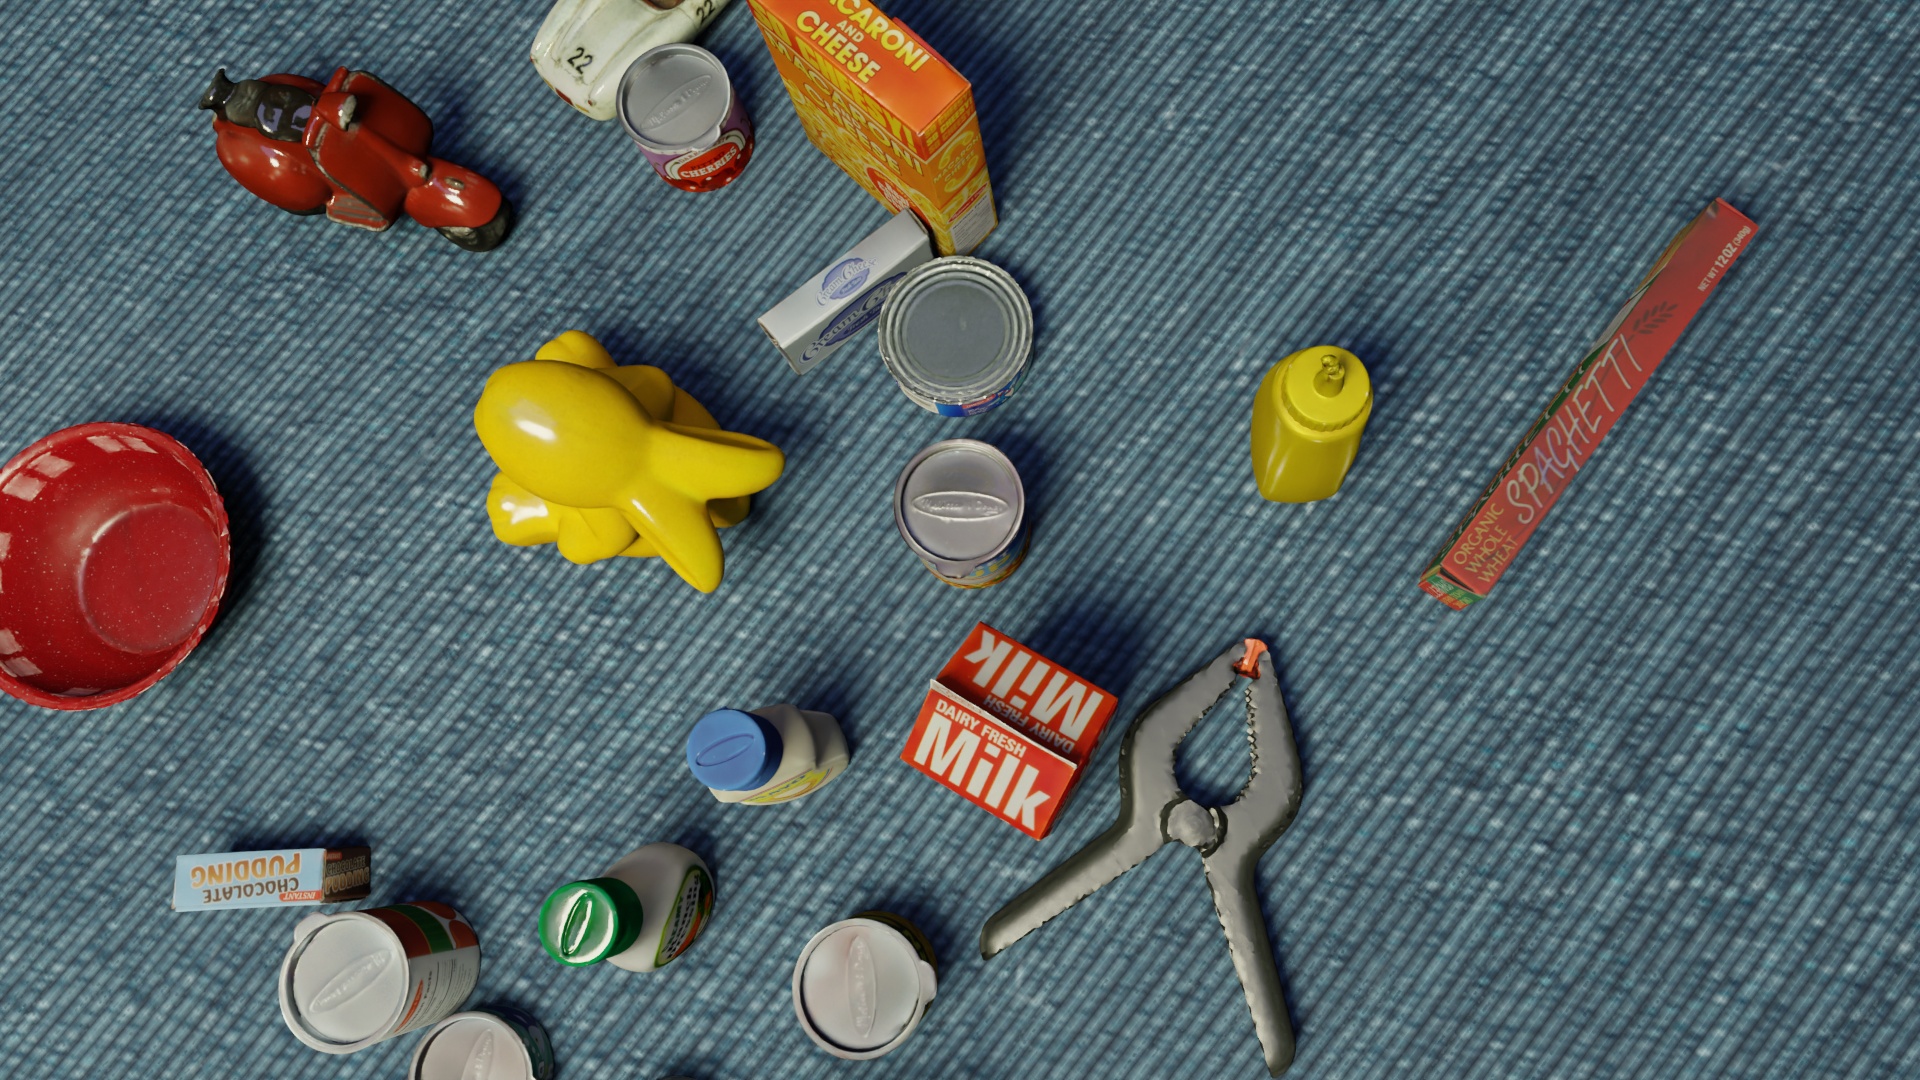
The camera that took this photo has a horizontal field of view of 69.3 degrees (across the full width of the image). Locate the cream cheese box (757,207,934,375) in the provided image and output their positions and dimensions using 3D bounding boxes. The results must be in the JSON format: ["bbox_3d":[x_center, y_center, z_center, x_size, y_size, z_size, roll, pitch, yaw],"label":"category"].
[{"bbox_3d":[-0.061,-0.137,0.776,0.104,0.053,0.024,-38,78,-2],"label":"cream cheese box"}]

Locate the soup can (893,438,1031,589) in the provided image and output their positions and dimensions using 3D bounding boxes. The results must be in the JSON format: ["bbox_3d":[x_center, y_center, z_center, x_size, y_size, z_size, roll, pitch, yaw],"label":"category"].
[{"bbox_3d":[0.003,-0.009,0.729,0.071,0.083,0.071,-1,79,5],"label":"soup can"}]

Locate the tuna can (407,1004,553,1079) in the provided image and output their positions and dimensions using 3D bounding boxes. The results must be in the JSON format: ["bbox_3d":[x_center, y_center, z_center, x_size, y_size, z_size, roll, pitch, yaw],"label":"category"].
[{"bbox_3d":[-0.246,0.278,0.722,0.071,0.033,0.071,-1,79,5],"label":"tuna can"}]

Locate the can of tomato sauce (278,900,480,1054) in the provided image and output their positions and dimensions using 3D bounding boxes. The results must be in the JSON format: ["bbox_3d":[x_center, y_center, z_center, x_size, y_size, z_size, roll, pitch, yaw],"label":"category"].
[{"bbox_3d":[-0.296,0.220,0.713,0.071,0.083,0.071,-1,79,5],"label":"can of tomato sauce"}]

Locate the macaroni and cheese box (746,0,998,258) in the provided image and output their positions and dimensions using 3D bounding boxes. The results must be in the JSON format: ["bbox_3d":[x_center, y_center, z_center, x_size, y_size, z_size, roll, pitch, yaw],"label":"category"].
[{"bbox_3d":[-0.042,-0.226,0.733,0.124,0.166,0.040,42,86,11],"label":"macaroni and cheese box"}]

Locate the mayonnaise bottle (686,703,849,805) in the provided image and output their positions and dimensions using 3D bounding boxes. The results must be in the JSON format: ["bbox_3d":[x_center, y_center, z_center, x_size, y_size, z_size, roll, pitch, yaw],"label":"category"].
[{"bbox_3d":[-0.097,0.106,0.683,0.065,0.148,0.041,-24,78,1],"label":"mayonnaise bottle"}]

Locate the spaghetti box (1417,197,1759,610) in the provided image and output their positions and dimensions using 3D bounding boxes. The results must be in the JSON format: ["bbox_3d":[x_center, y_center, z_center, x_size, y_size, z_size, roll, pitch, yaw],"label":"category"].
[{"bbox_3d":[0.327,-0.069,0.727,0.029,0.050,0.250,37,84,11],"label":"spaghetti box"}]

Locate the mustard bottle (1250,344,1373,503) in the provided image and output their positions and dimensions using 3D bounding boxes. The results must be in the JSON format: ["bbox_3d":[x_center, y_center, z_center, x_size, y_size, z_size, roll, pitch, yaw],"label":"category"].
[{"bbox_3d":[0.173,-0.061,0.684,0.049,0.160,0.065,-3,79,5],"label":"mustard bottle"}]

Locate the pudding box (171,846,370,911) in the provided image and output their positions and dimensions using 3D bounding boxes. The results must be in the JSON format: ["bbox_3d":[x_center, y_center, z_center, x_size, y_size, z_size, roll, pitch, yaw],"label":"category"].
[{"bbox_3d":[-0.368,0.181,0.744,0.084,0.049,0.030,-4,79,5],"label":"pudding box"}]

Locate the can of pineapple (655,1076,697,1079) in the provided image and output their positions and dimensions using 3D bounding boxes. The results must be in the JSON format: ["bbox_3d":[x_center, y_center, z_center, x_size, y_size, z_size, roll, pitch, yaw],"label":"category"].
[{"bbox_3d":[-0.151,0.309,0.694,0.071,0.058,0.071,-1,79,5],"label":"can of pineapple"}]

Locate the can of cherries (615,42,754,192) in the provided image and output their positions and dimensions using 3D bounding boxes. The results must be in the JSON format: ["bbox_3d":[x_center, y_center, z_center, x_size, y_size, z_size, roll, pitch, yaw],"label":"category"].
[{"bbox_3d":[-0.157,-0.241,0.802,0.071,0.058,0.071,-1,79,5],"label":"can of cherries"}]

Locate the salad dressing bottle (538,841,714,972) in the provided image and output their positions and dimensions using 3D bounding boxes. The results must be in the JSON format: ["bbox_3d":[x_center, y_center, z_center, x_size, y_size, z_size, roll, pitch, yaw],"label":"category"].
[{"bbox_3d":[-0.160,0.180,0.675,0.044,0.147,0.064,18,82,9],"label":"salad dressing bottle"}]

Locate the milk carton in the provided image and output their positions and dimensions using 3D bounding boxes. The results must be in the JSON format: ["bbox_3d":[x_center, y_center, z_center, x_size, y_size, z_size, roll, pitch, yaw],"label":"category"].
[{"bbox_3d":[0.026,0.091,0.653,0.072,0.190,0.073,29,84,10],"label":"milk carton"}]

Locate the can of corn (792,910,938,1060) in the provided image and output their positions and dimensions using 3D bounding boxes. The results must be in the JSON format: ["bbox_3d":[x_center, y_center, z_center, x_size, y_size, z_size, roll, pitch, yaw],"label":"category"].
[{"bbox_3d":[-0.044,0.222,0.701,0.071,0.058,0.071,-1,79,5],"label":"can of corn"}]
